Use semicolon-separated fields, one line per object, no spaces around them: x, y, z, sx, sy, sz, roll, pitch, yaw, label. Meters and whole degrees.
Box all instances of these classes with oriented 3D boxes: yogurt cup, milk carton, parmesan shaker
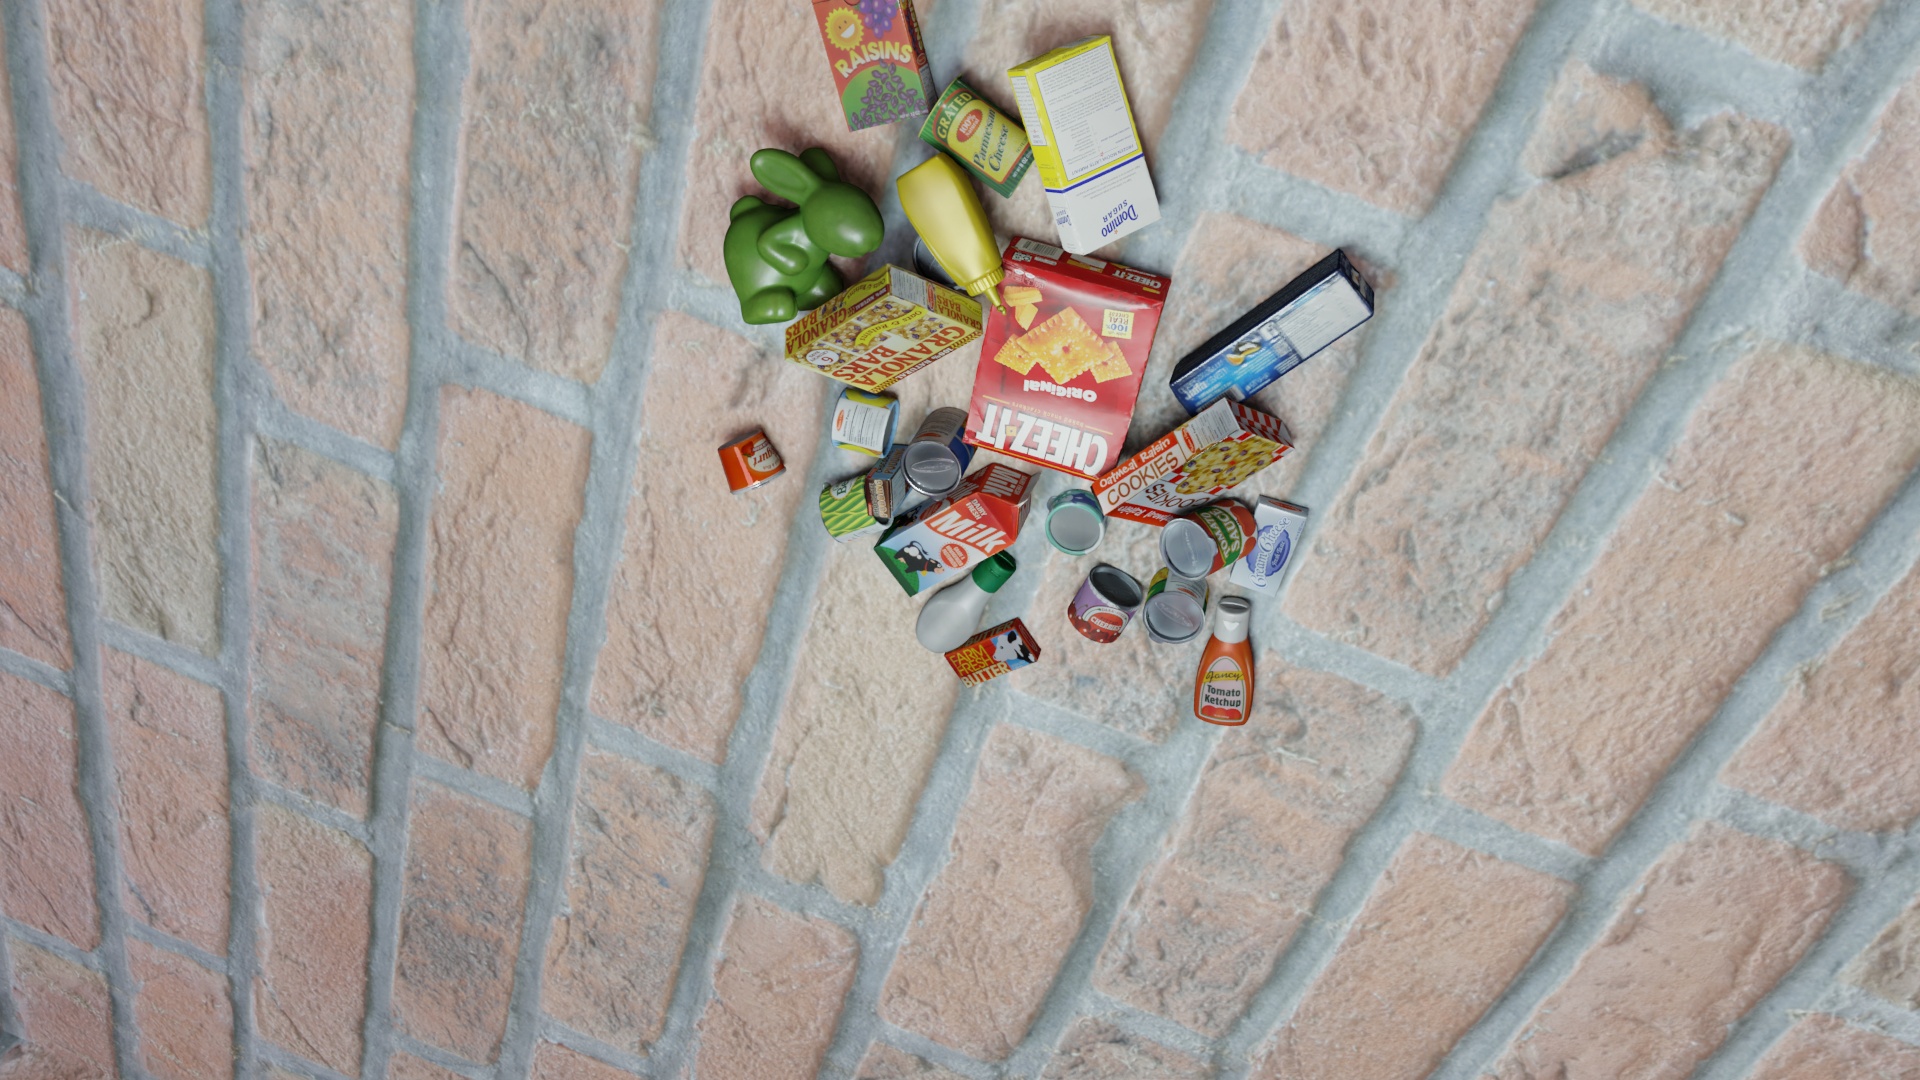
-0.235;-0.089;1.548;0.072;0.073;0.054;-17;105;25;yogurt cup
0.005;-0.019;1.510;0.190;0.073;0.073;-28;108;28;milk carton
0.023;-0.378;1.300;0.103;0.072;0.071;34;123;-5;parmesan shaker

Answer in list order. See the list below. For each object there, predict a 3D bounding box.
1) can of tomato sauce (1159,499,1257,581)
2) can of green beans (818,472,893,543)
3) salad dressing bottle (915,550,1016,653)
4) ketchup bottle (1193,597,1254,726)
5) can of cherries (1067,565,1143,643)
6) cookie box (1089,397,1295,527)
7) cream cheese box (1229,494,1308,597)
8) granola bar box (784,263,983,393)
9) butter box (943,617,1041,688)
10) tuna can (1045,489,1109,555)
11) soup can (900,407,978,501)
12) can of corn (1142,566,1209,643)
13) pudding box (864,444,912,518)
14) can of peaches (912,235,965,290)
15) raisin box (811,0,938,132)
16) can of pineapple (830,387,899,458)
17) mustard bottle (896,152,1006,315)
0.257;-0.002;1.425;0.071;0.083;0.071;19;119;40;can of tomato sauce
-0.115;-0.036;1.540;0.057;0.071;0.071;-18;113;25;can of green beans
0.007;0.068;1.579;0.064;0.044;0.147;39;121;-5;salad dressing bottle
0.294;0.133;1.530;0.065;0.044;0.148;7;121;13;ketchup bottle
0.158;0.072;1.518;0.071;0.072;0.058;29;124;-1;can of cherries
0.231;-0.074;1.386;0.167;0.123;0.040;-34;65;30;cookie box
0.323;0.006;1.458;0.053;0.024;0.103;18;123;7;cream cheese box
-0.078;-0.208;1.384;0.124;0.039;0.165;16;153;-41;granola bar box
0.037;0.132;1.617;0.103;0.024;0.053;-24;111;27;butter box
0.123;-0.020;1.498;0.071;0.033;0.070;7;121;12;tuna can
-0.020;-0.092;1.468;0.071;0.084;0.071;8;121;13;soup can
0.232;0.070;1.502;0.071;0.058;0.070;7;121;12;can of corn
-0.075;-0.064;1.501;0.030;0.084;0.049;7;122;16;pudding box
-0.007;-0.285;1.367;0.071;0.058;0.071;7;121;12;can of peaches
-0.079;-0.455;1.301;0.086;0.040;0.123;-6;117;21;raisin box
-0.101;-0.126;1.485;0.058;0.071;0.070;14;122;8;can of pineapple
0.001;-0.281;1.302;0.065;0.049;0.160;-24;106;22;mustard bottle
